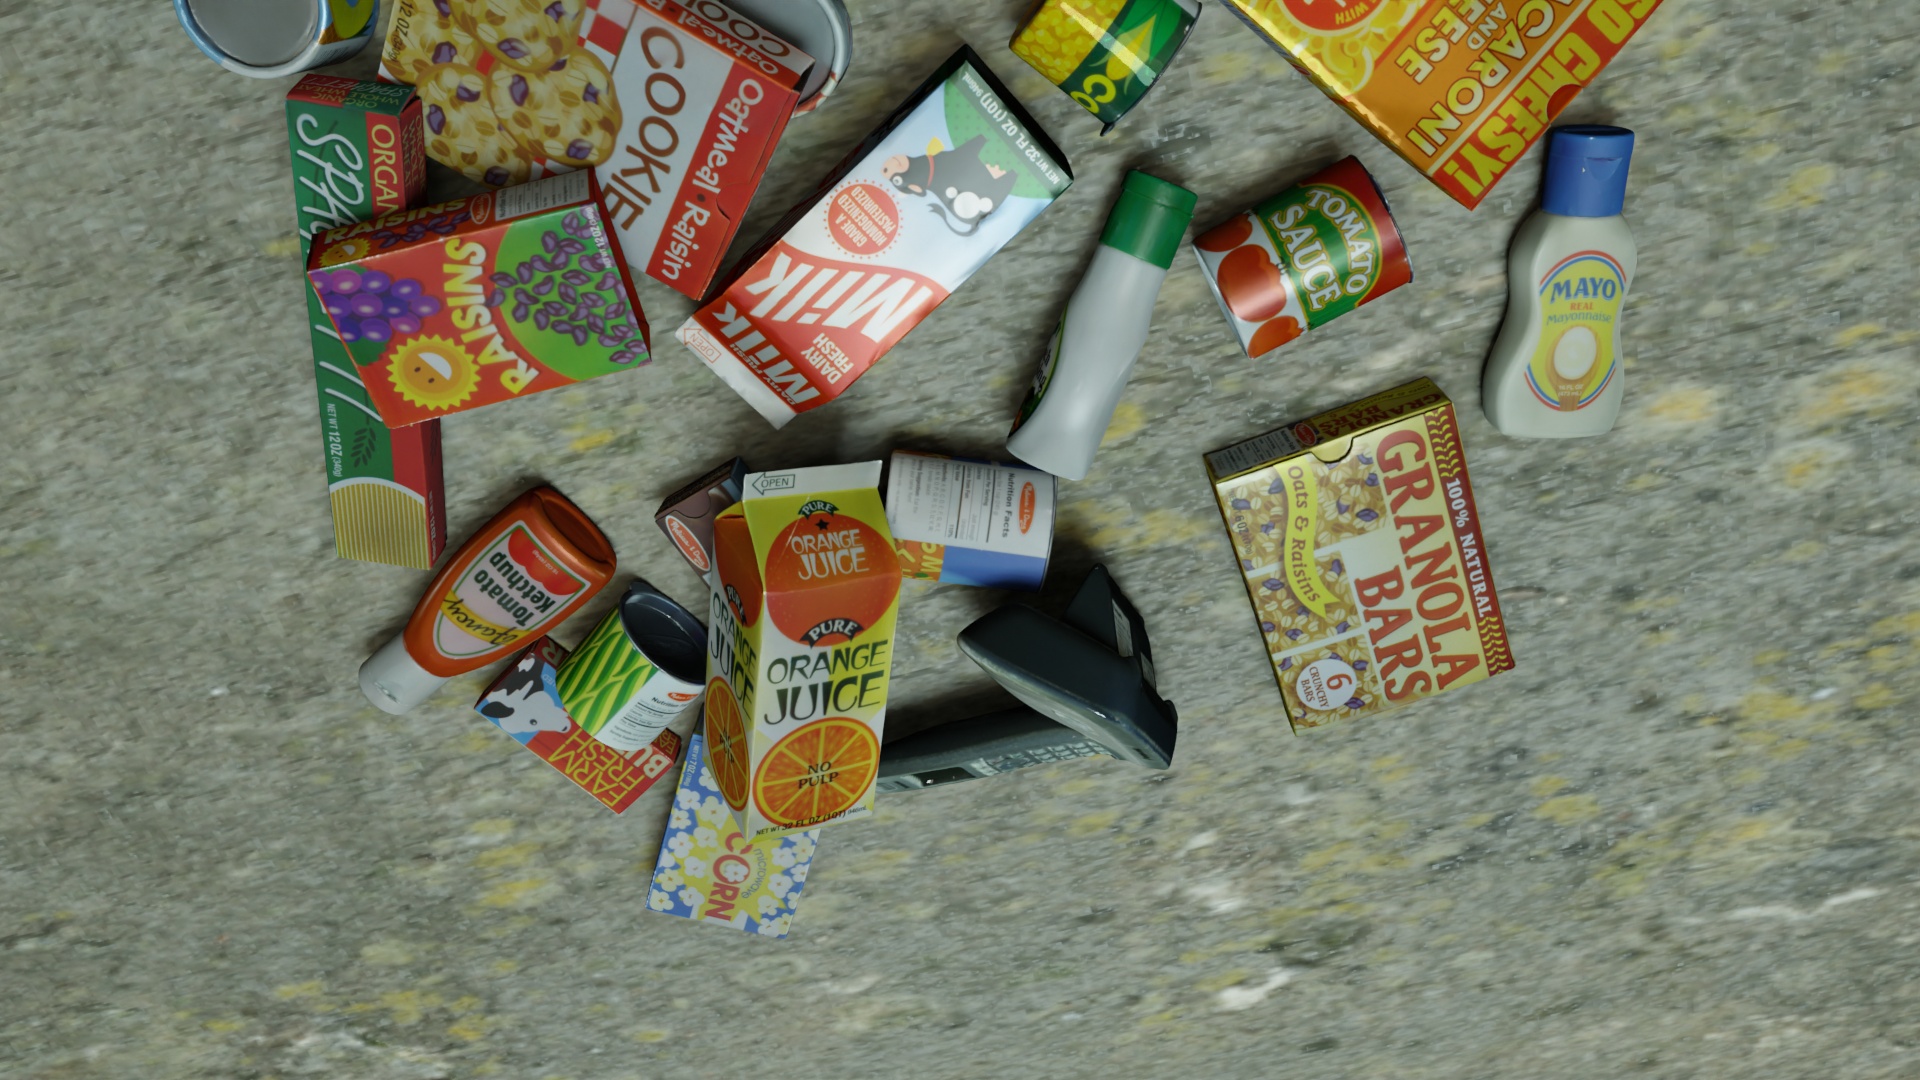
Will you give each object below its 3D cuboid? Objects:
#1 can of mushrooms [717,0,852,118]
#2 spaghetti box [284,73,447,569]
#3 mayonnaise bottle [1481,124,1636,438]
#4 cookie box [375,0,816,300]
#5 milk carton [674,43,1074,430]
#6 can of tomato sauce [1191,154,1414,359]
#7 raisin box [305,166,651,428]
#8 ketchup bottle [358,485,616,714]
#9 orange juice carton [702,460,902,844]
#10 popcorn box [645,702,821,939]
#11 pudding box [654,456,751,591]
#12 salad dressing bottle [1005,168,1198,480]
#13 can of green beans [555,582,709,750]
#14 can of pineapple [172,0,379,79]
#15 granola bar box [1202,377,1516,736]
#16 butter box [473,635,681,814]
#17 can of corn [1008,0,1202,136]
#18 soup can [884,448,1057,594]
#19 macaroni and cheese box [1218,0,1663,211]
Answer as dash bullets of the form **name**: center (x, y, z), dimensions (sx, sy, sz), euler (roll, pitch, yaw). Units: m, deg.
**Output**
- **can of mushrooms**: center (-0.085, -0.225, 0.628), dimensions (0.071, 0.033, 0.070), euler (0, 116, 0)
- **spaghetti box**: center (-0.278, -0.093, 0.660), dimensions (0.050, 0.029, 0.248), euler (8, 125, -5)
- **mayonnaise bottle**: center (0.296, -0.124, 0.676), dimensions (0.065, 0.041, 0.147), euler (-1, 115, 1)
- **cookie box**: center (-0.164, -0.196, 0.610), dimensions (0.167, 0.040, 0.122), euler (28, 131, -10)
- **milk carton**: center (-0.044, -0.135, 0.647), dimensions (0.190, 0.074, 0.072), euler (-41, 109, 16)
- **can of tomato sauce**: center (0.160, -0.132, 0.654), dimensions (0.083, 0.071, 0.071), euler (-26, 112, 11)
- **raisin box**: center (-0.209, -0.107, 0.616), dimensions (0.123, 0.040, 0.085), euler (-15, 132, -4)
- **ketchup bottle**: center (-0.255, 0.037, 0.737), dimensions (0.148, 0.044, 0.064), euler (-37, 110, 15)
- **orange juice carton**: center (-0.080, 0.048, 0.688), dimensions (0.072, 0.073, 0.191), euler (-8, 122, -27)
- **popcorn box**: center (-0.124, 0.163, 0.799), dimensions (0.085, 0.038, 0.126), euler (16, 113, -7)
- **pudding box**: center (-0.115, 0.003, 0.732), dimensions (0.049, 0.030, 0.083), euler (-30, 111, 13)
- **salad dressing bottle**: center (0.069, -0.104, 0.673), dimensions (0.044, 0.064, 0.147), euler (23, 104, 0)
- **can of green beans**: center (-0.172, 0.069, 0.740), dimensions (0.071, 0.071, 0.057), euler (40, 108, -17)
- **can of pineapple**: center (-0.297, -0.239, 0.603), dimensions (0.071, 0.058, 0.070), euler (0, 114, -1)
- **granola bar box**: center (0.213, 0.013, 0.738), dimensions (0.124, 0.039, 0.165), euler (-20, 113, 7)
- **butter box**: center (-0.213, 0.104, 0.778), dimensions (0.103, 0.024, 0.053), euler (41, 108, -17)
- **can of corn**: center (0.061, -0.225, 0.612), dimensions (0.058, 0.071, 0.071), euler (34, 110, -14)
- **soup can**: center (0.003, -0.009, 0.711), dimensions (0.084, 0.071, 0.071), euler (7, 114, -3)
- **macaroni and cheese box**: center (0.209, -0.247, 0.620), dimensions (0.166, 0.040, 0.123), euler (35, 110, -15)
